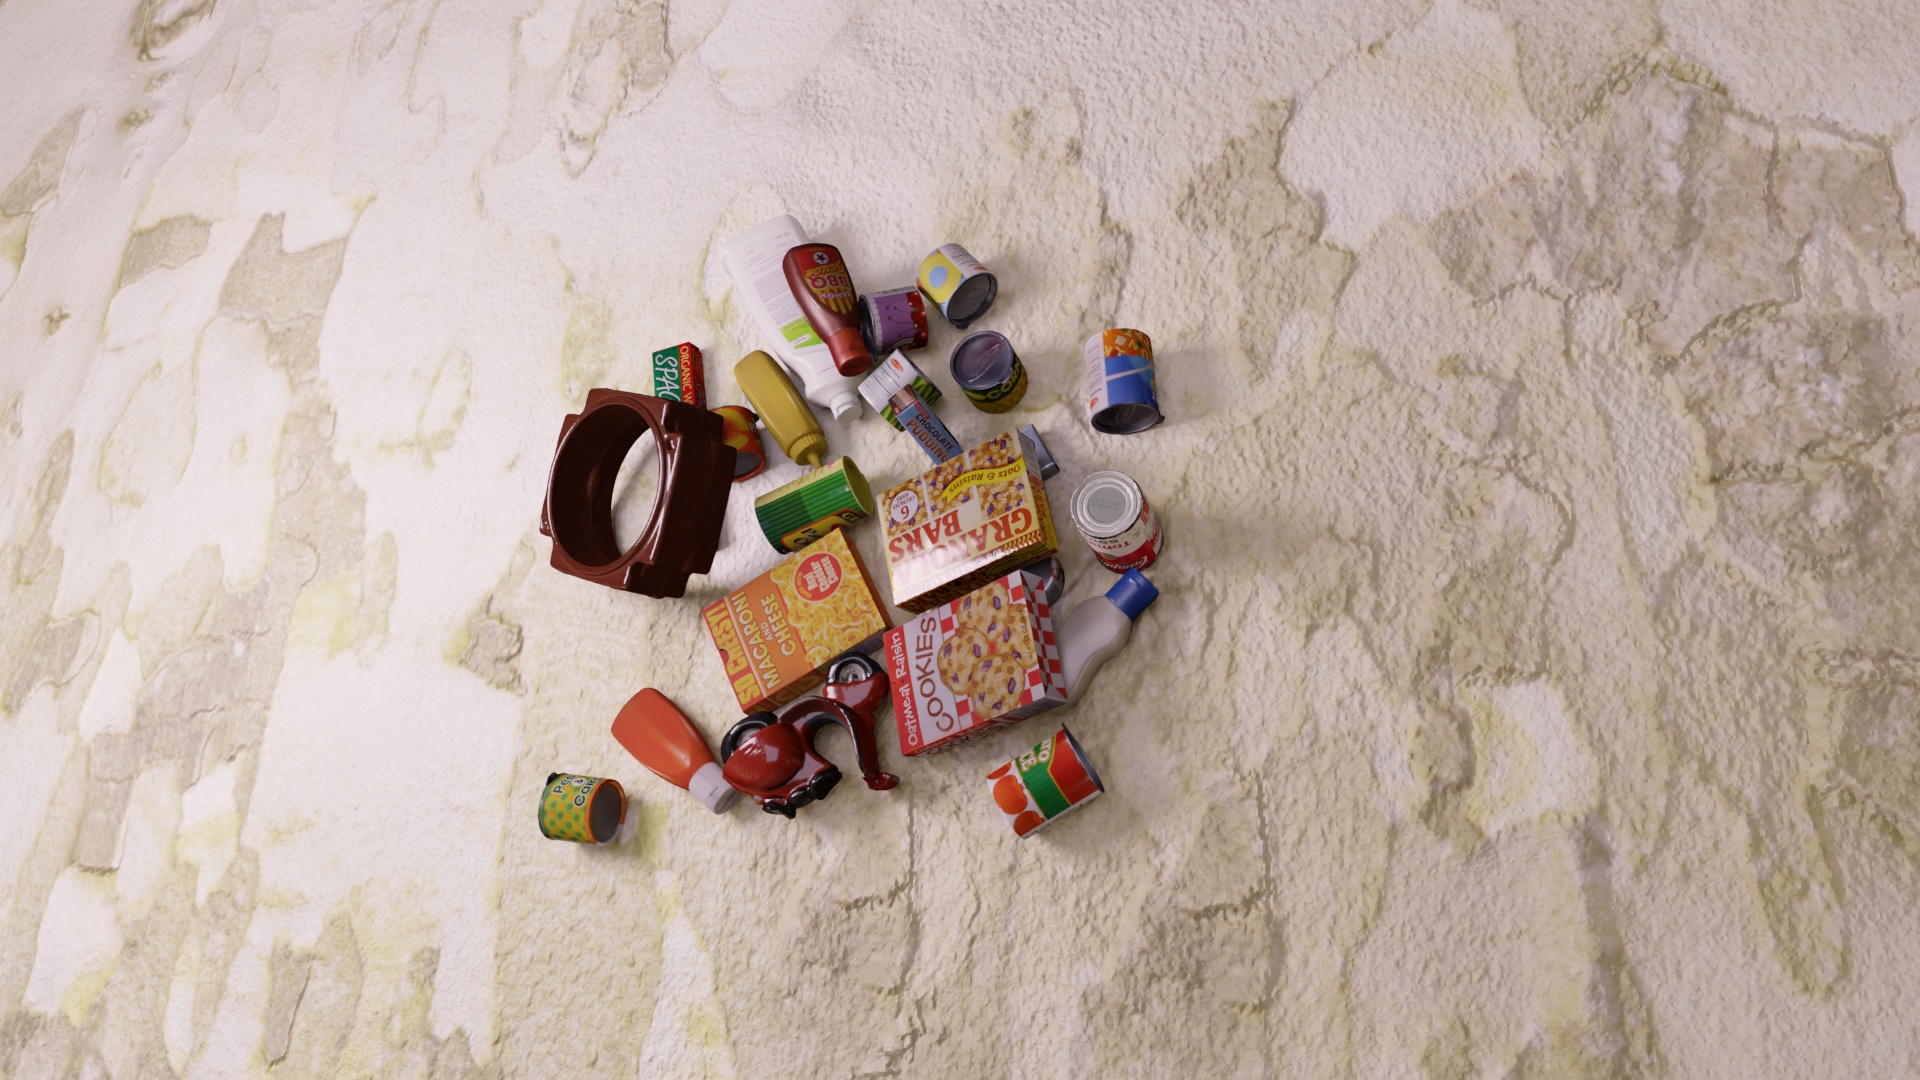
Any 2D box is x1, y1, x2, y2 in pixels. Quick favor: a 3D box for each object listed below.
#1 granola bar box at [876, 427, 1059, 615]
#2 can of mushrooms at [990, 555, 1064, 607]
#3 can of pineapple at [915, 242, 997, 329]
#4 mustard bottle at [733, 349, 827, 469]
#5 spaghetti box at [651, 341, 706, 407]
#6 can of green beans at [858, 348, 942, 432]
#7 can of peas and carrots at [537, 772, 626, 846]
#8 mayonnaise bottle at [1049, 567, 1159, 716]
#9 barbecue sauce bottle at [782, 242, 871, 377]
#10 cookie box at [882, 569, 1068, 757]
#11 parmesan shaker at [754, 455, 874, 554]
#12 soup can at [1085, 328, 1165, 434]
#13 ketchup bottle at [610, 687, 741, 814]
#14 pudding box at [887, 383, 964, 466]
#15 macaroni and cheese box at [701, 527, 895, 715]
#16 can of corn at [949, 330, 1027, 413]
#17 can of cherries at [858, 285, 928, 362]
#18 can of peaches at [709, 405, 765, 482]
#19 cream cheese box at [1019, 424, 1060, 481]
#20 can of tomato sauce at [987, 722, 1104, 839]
[{"bbox_3d":[0.005,-0.017,1.324,0.165,0.039,0.124,-25,60,25],"label":"granola bar box"},{"bbox_3d":[0.062,0.032,1.321,0.071,0.033,0.071,-7,68,17],"label":"can of mushrooms"},{"bbox_3d":[-0.005,-0.265,1.443,0.071,0.071,0.058,-42,62,0],"label":"can of pineapple"},{"bbox_3d":[-0.180,-0.127,1.452,0.049,0.065,0.160,-36,67,5],"label":"mustard bottle"},{"bbox_3d":[-0.299,-0.101,1.501,0.050,0.028,0.251,-15,66,12],"label":"spaghetti box"},{"bbox_3d":[-0.061,-0.152,1.415,0.058,0.071,0.071,-44,62,6],"label":"can of green beans"},{"bbox_3d":[-0.370,0.261,1.361,0.059,0.071,0.071,3,71,19],"label":"can of peas and carrots"},{"bbox_3d":[0.119,0.089,1.275,0.148,0.041,0.065,-45,60,-3],"label":"mayonnaise bottle"},{"bbox_3d":[-0.132,-0.237,1.429,0.065,0.043,0.149,-9,63,-30],"label":"barbecue sauce bottle"},{"bbox_3d":[0.009,0.116,1.274,0.167,0.040,0.123,-26,61,30],"label":"cookie box"},{"bbox_3d":[-0.147,-0.035,1.403,0.103,0.071,0.071,-25,64,11],"label":"parmesan shaker"},{"bbox_3d":[0.159,-0.153,1.344,0.071,0.071,0.084,-9,67,16],"label":"soup can"},{"bbox_3d":[-0.276,0.210,1.363,0.149,0.043,0.065,36,86,27],"label":"ketchup bottle"},{"bbox_3d":[-0.033,-0.110,1.375,0.030,0.083,0.050,-38,28,5],"label":"pudding box"},{"bbox_3d":[-0.161,0.082,1.375,0.166,0.040,0.124,-31,62,5],"label":"macaroni and cheese box"},{"bbox_3d":[0.031,-0.167,1.396,0.071,0.058,0.071,-7,68,17],"label":"can of corn"},{"bbox_3d":[-0.069,-0.225,1.441,0.058,0.071,0.072,-13,63,-15],"label":"can of cherries"},{"bbox_3d":[-0.240,-0.101,1.461,0.071,0.071,0.058,-22,64,10],"label":"can of peaches"},{"bbox_3d":[0.041,-0.067,1.372,0.104,0.024,0.053,-30,63,6],"label":"cream cheese box"},{"bbox_3d":[0.074,0.213,1.227,0.083,0.071,0.071,-33,63,6],"label":"can of tomato sauce"}]
